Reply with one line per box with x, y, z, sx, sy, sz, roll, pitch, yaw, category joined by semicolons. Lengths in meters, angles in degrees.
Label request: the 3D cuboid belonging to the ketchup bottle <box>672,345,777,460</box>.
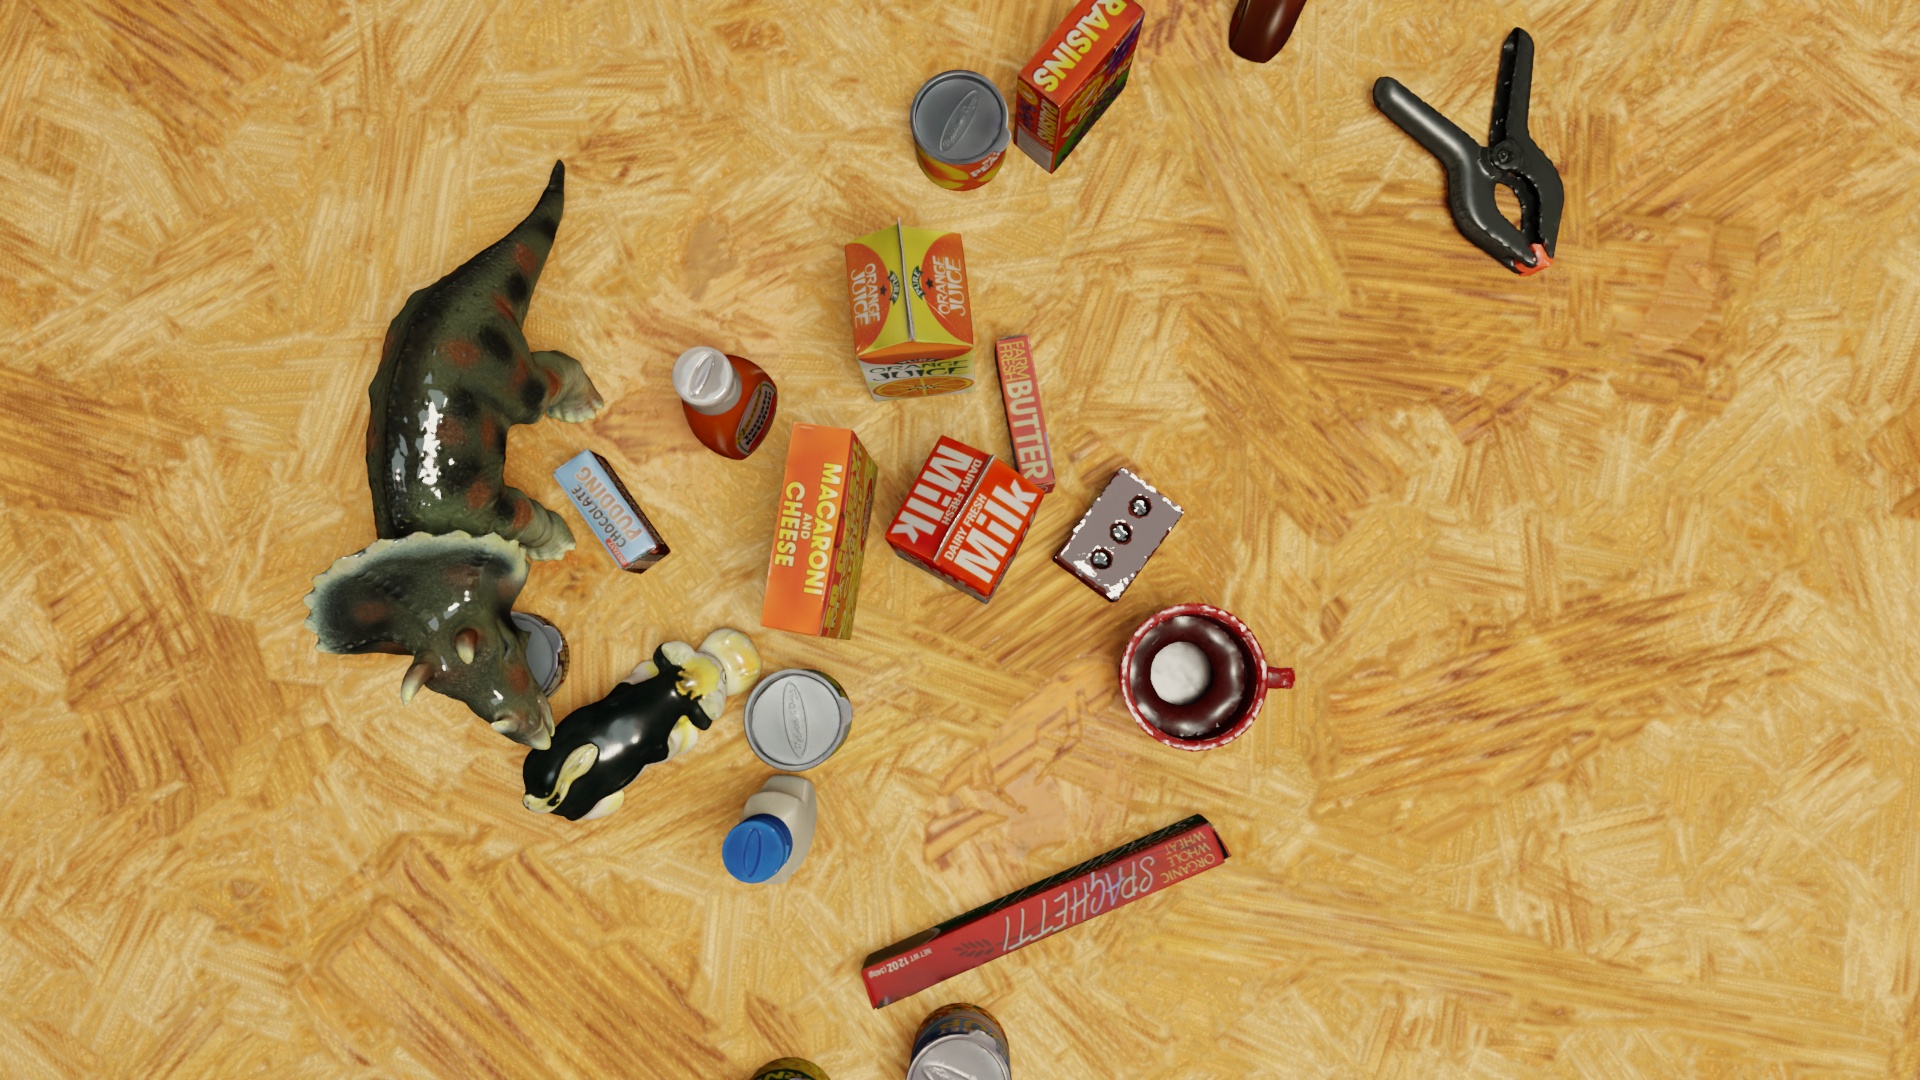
-0.153;-0.092;0.897;0.043;0.148;0.065;24;86;3;ketchup bottle

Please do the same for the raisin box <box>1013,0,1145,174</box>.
0.076;-0.306;0.926;0.040;0.123;0.086;40;87;4;raisin box

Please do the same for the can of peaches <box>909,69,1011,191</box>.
0.002;-0.280;0.957;0.071;0.058;0.071;0;85;1;can of peaches

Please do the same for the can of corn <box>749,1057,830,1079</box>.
-0.113;0.373;0.899;0.071;0.058;0.071;0;85;1;can of corn

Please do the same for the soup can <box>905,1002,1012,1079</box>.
0.001;0.336;0.888;0.071;0.083;0.071;0;85;1;soup can

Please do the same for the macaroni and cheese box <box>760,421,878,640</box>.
-0.085;-0.001;0.878;0.040;0.166;0.123;8;85;2;macaroni and cheese box

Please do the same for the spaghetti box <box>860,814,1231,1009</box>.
0.055;0.242;0.912;0.250;0.050;0.028;-23;85;-1;spaghetti box

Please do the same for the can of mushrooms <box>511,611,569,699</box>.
-0.299;0.080;0.941;0.071;0.033;0.071;0;85;1;can of mushrooms

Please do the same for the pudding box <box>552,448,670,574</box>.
-0.236;-0.019;0.941;0.030;0.049;0.084;-36;85;-2;pudding box

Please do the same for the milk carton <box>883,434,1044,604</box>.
0.003;-0.011;0.866;0.073;0.190;0.072;29;86;3;milk carton

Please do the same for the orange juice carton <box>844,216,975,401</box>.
-0.030;-0.142;0.878;0.073;0.192;0.072;-5;85;1;orange juice carton

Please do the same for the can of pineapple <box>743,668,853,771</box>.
-0.105;0.118;0.922;0.071;0.058;0.071;0;85;1;can of pineapple

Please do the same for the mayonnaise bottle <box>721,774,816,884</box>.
-0.119;0.184;0.871;0.041;0.148;0.065;7;85;2;mayonnaise bottle

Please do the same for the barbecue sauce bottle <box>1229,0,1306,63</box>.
0.214;-0.375;0.918;0.044;0.148;0.065;24;86;3;barbecue sauce bottle

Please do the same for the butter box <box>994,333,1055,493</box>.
0.043;-0.084;0.941;0.024;0.053;0.103;-10;85;0;butter box
